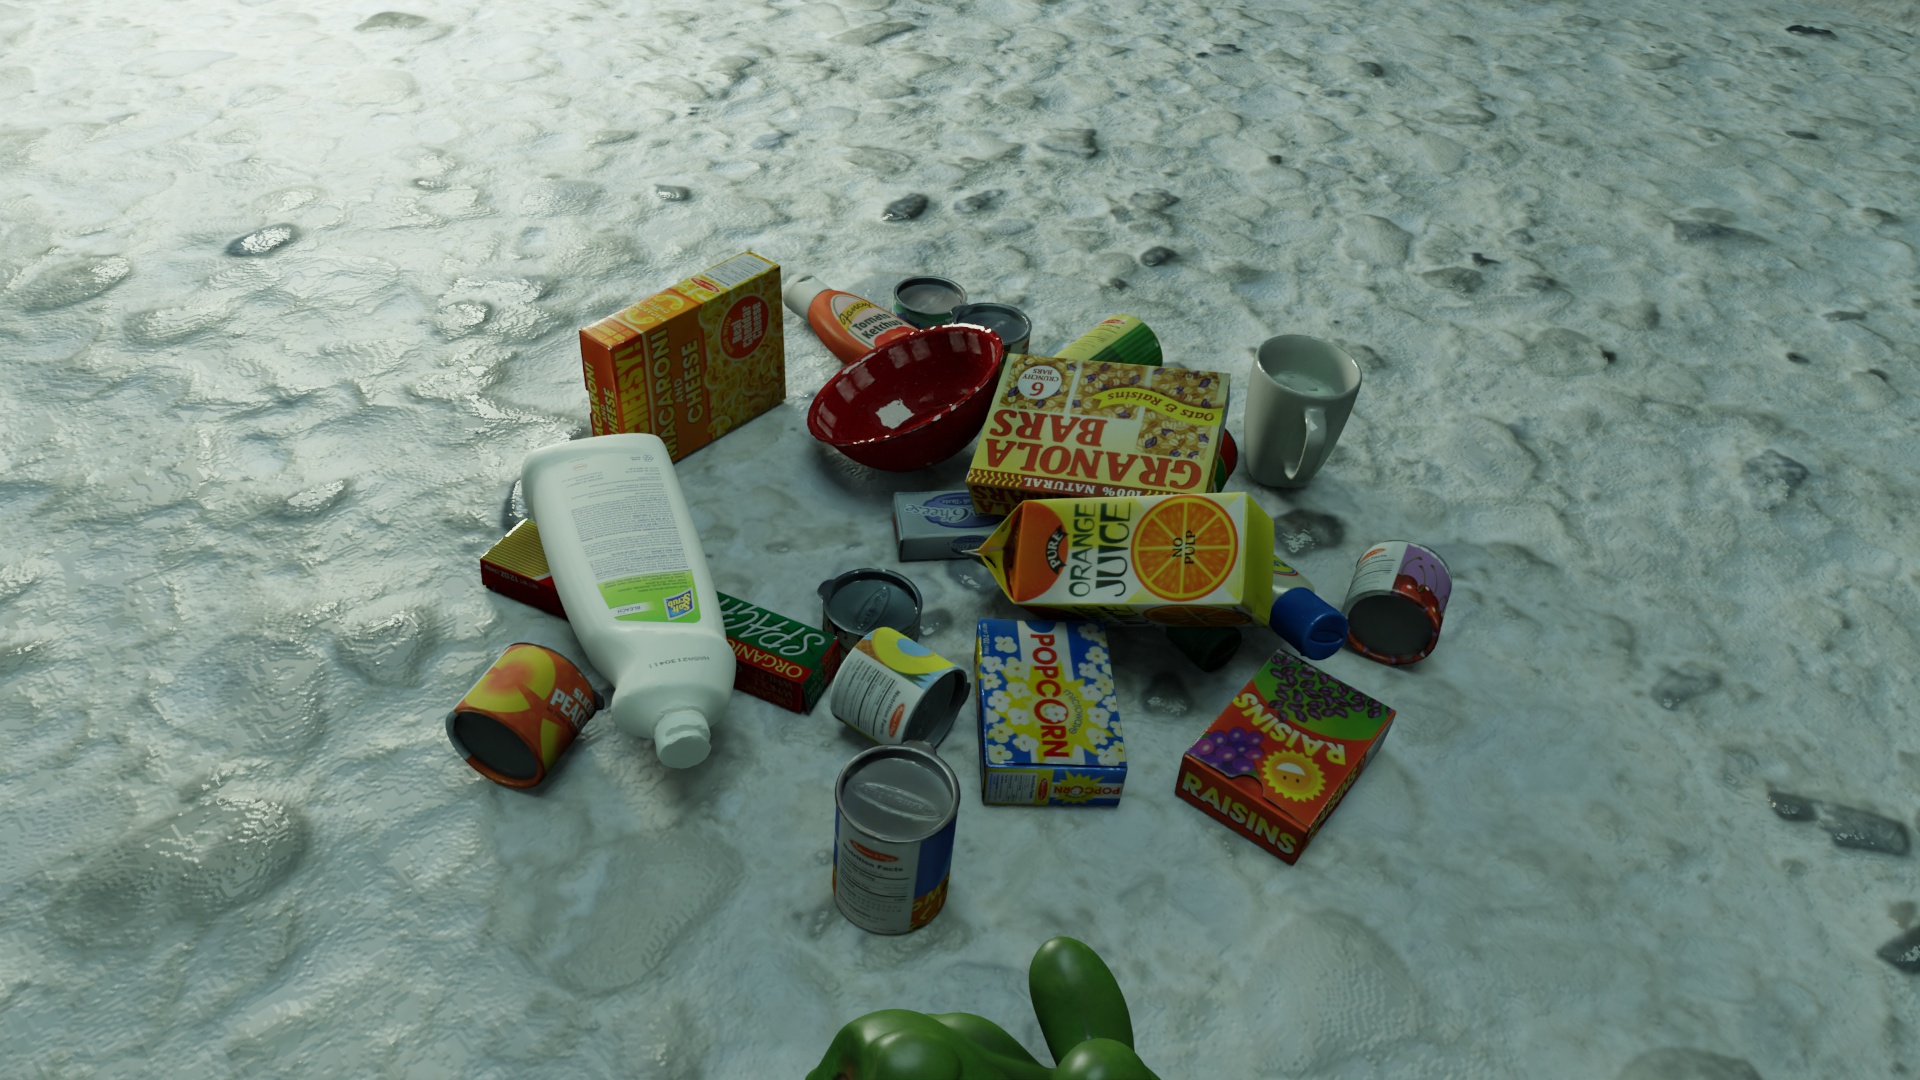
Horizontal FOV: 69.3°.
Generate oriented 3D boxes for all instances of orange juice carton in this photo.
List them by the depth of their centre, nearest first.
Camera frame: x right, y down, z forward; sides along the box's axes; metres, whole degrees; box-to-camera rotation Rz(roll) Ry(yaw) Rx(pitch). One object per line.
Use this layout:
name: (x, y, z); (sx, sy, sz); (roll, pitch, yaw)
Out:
orange juice carton: (0.101, 0.015, 0.911); (0.192, 0.071, 0.073); (-1, 75, 26)

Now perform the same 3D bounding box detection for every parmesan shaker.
parmesan shaker: (0.109, -0.136, 1.143); (0.071, 0.071, 0.103); (30, 46, 26)

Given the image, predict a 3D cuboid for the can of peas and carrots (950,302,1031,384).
can of peas and carrots: (0.022, -0.158, 1.161); (0.071, 0.058, 0.071); (3, 40, -3)

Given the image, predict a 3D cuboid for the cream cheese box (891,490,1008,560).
cream cheese box: (0.004, -0.013, 1.013); (0.104, 0.024, 0.053); (-2, 41, -10)

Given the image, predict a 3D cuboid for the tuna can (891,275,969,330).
tuna can: (-0.026, -0.203, 1.229); (0.071, 0.032, 0.071); (3, 40, -3)

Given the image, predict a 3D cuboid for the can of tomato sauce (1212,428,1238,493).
can of tomato sauce: (0.163, -0.048, 1.041); (0.071, 0.070, 0.083); (20, 43, 16)

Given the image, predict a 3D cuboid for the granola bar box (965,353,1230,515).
granola bar box: (0.101, -0.069, 0.991); (0.165, 0.039, 0.125); (8, 57, 17)

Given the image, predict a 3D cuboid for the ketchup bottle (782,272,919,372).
ketchup bottle: (-0.093, -0.183, 1.188); (0.065, 0.043, 0.149); (-29, 51, -34)

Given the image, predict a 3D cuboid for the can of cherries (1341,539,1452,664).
can of cherries: (0.301, 0.044, 0.953); (0.071, 0.071, 0.059); (19, 42, 15)

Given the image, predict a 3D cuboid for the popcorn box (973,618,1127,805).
popcorn box: (0.053, 0.106, 0.869); (0.085, 0.038, 0.127); (1, 40, -4)

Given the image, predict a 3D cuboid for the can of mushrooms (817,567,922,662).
can of mushrooms: (-0.061, 0.051, 0.924); (0.071, 0.033, 0.071); (3, 41, -3)

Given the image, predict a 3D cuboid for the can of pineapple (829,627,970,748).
can of pineapple: (-0.037, 0.094, 0.852); (0.058, 0.070, 0.071); (28, 45, 24)

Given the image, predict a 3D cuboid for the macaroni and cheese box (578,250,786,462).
macaroni and cheese box: (-0.206, -0.131, 1.052); (0.040, 0.123, 0.167); (28, 45, 28)

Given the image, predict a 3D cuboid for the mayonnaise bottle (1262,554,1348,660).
mayonnaise bottle: (0.204, 0.031, 0.947); (0.065, 0.041, 0.148); (5, 22, -28)

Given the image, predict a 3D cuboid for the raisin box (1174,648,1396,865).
raisin box: (0.201, 0.130, 0.858); (0.086, 0.039, 0.124); (30, 46, 25)

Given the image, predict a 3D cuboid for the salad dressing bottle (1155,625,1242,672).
salad dressing bottle: (0.131, 0.032, 0.963); (0.064, 0.043, 0.148); (-27, 51, -24)

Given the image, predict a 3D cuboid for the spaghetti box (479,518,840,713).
spaghetti box: (-0.199, 0.047, 0.915); (0.250, 0.028, 0.050); (19, 43, 16)

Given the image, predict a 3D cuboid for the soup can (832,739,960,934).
soup can: (-0.035, 0.161, 0.757); (0.071, 0.083, 0.072); (4, 40, -3)

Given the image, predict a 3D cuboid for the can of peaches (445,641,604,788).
can of peaches: (-0.254, 0.103, 0.812); (0.071, 0.070, 0.058); (17, 42, 13)
